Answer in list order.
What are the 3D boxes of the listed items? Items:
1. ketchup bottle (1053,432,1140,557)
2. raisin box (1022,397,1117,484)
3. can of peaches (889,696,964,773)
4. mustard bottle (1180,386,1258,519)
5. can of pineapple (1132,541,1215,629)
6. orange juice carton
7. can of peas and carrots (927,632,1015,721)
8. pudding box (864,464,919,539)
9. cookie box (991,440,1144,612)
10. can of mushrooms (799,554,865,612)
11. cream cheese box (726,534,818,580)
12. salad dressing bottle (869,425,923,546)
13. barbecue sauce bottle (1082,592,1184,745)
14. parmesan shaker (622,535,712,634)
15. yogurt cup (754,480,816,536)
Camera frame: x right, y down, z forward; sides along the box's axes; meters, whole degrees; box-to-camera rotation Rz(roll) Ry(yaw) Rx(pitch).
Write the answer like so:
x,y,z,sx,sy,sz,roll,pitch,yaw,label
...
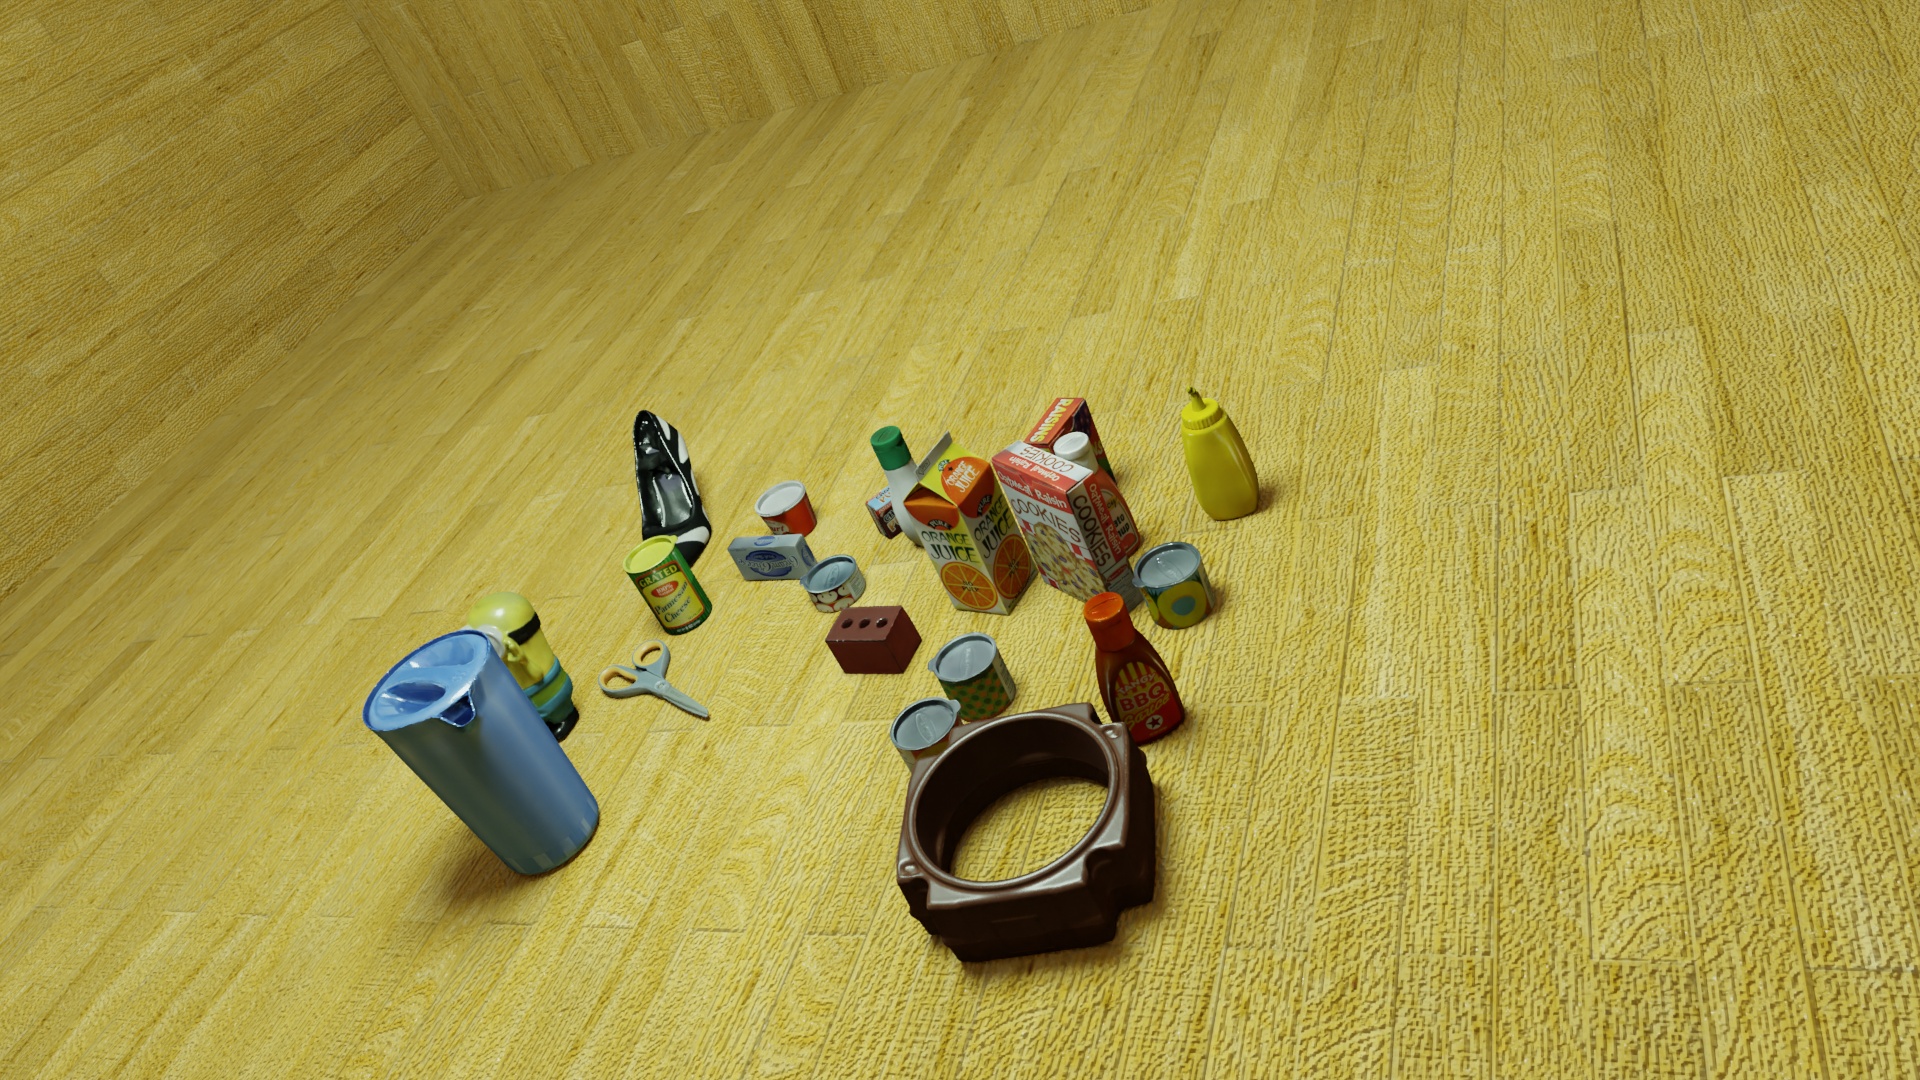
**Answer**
x,y,z,sx,sy,sz,roll,pitch,yaw,label
0.136,-0.042,1.426,0.065,0.148,0.043,-34,34,-12,ketchup bottle
0.121,-0.083,1.515,0.040,0.123,0.086,5,44,38,raisin box
-0.022,0.188,1.291,0.071,0.057,0.071,-17,34,12,can of peaches
0.257,-0.094,1.409,0.065,0.159,0.049,-12,35,20,mustard bottle
0.206,0.044,1.343,0.071,0.057,0.071,-17,34,12,can of pineapple
0.005,-0.018,1.437,0.073,0.192,0.072,4,43,37,orange juice carton
0.011,0.133,1.344,0.071,0.058,0.071,-17,34,12,can of peas and carrots
-0.067,-0.047,1.654,0.084,0.049,0.030,-37,35,-17,pudding box
0.106,-0.011,1.384,0.040,0.166,0.123,-38,35,-19,cookie box
-0.146,0.049,1.586,0.071,0.033,0.071,-17,34,12,can of mushrooms
-0.223,0.021,1.658,0.103,0.053,0.024,-3,39,30,cream cheese box
-0.059,-0.062,1.581,0.044,0.147,0.064,0,41,34,salad dressing bottle
0.146,0.110,1.207,0.065,0.148,0.044,-26,33,0,barbecue sauce bottle
-0.343,0.053,1.647,0.071,0.102,0.072,-17,34,12,parmesan shaker
-0.214,-0.034,1.729,0.072,0.053,0.073,-17,34,12,yogurt cup
